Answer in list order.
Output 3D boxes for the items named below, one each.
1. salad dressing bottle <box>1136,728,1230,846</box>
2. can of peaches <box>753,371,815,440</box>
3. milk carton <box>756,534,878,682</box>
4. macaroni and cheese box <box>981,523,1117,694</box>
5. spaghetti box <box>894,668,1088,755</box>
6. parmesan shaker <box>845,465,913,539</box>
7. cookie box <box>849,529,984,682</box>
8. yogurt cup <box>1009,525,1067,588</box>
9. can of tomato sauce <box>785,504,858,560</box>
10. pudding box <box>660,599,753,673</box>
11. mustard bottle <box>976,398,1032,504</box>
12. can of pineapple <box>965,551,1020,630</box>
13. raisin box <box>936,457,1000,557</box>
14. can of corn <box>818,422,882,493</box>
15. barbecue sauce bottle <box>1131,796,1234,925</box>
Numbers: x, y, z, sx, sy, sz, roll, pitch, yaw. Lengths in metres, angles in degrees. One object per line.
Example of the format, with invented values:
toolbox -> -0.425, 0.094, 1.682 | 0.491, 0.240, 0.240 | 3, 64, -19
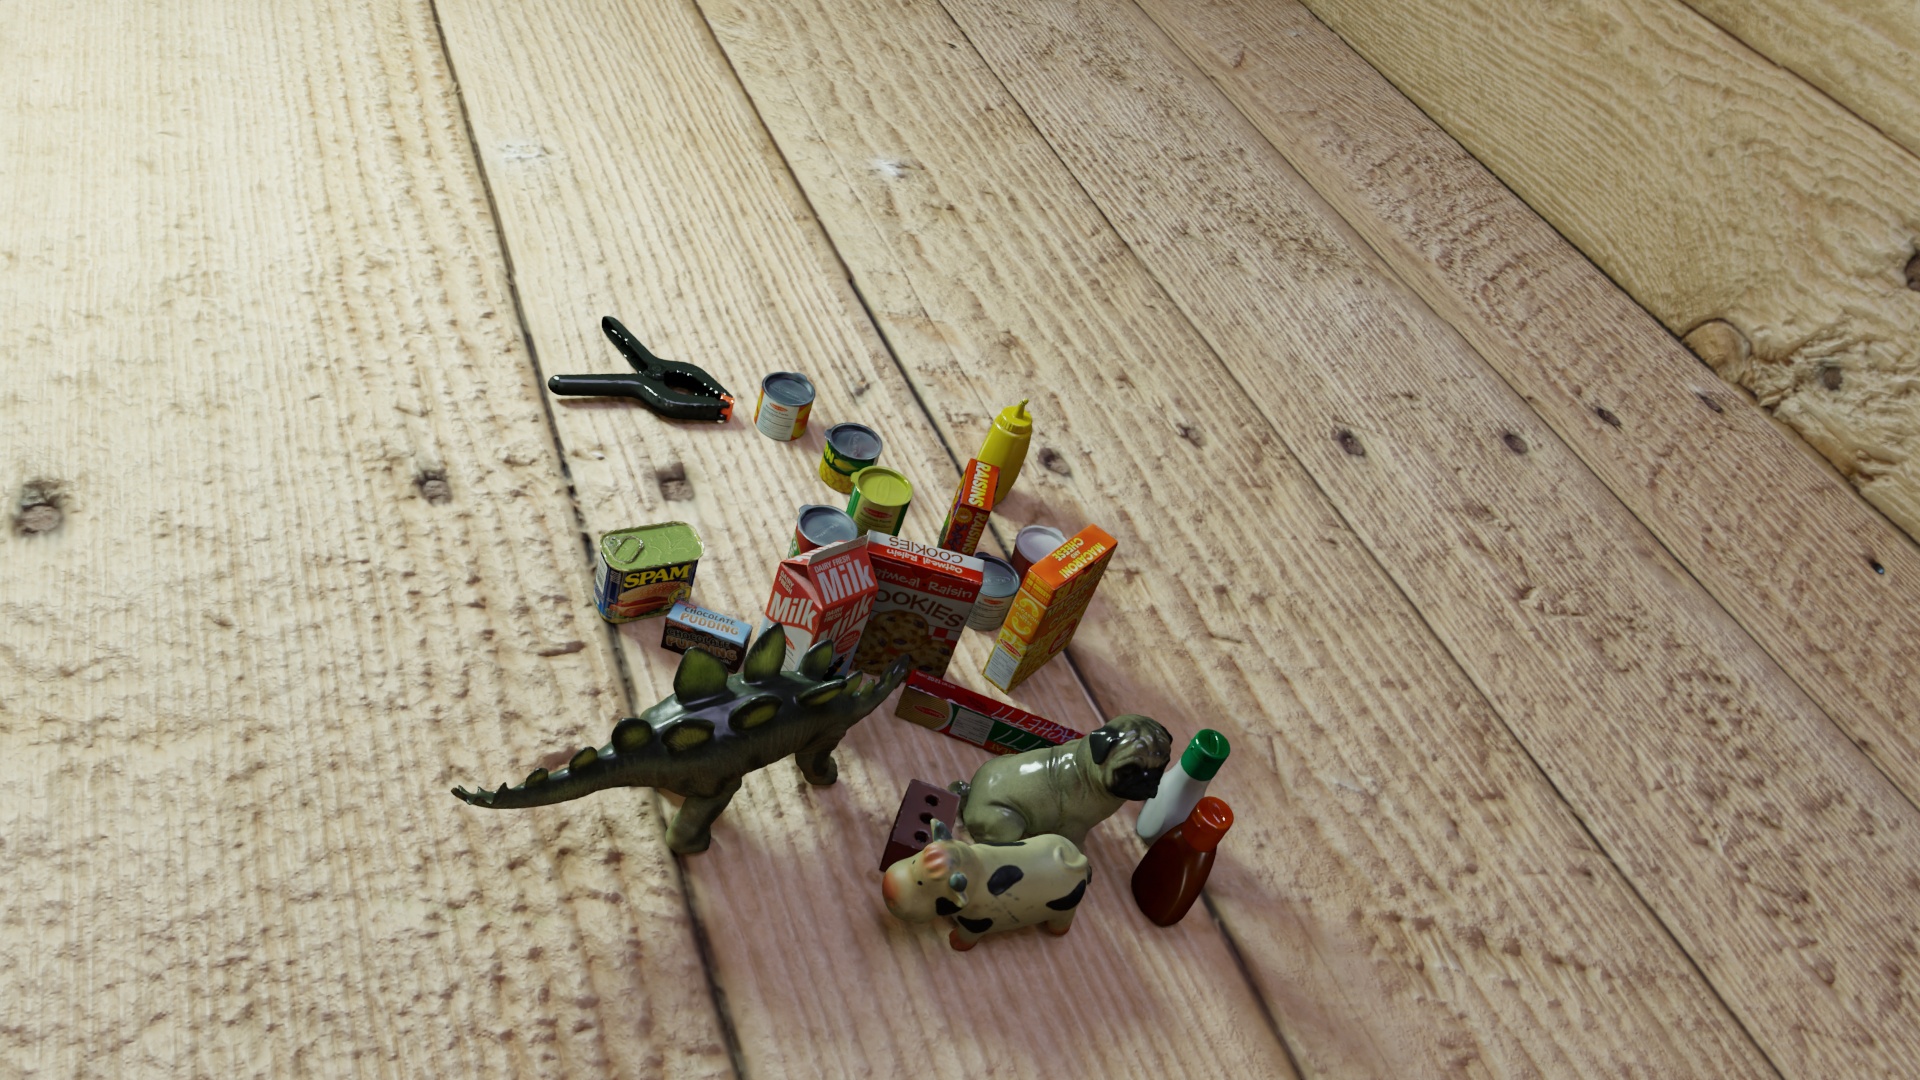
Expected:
salad dressing bottle -> 0.220, 0.245, 1.369 | 0.044, 0.146, 0.064 | 16, 40, -6
can of peaches -> -0.214, -0.165, 1.698 | 0.071, 0.057, 0.071 | 12, 41, -11
milk carton -> -0.141, 0.070, 1.370 | 0.072, 0.189, 0.073 | -22, 56, -39
macaroni and cheese box -> 0.097, 0.074, 1.488 | 0.040, 0.165, 0.124 | 38, 43, 18
spaghetti box -> 0.057, 0.199, 1.423 | 0.250, 0.049, 0.029 | 21, 40, -1
parmesan shaker -> -0.100, -0.025, 1.559 | 0.071, 0.102, 0.072 | 12, 41, -11
cookie box -> -0.058, 0.074, 1.420 | 0.123, 0.166, 0.040 | 15, 41, -8
yogurt cup -> 0.090, 0.024, 1.626 | 0.072, 0.053, 0.073 | 12, 41, -11
can of tomato sauce -> -0.155, 0.012, 1.510 | 0.071, 0.082, 0.071 | 12, 41, -11
pudding box -> -0.256, 0.096, 1.399 | 0.084, 0.049, 0.030 | 20, 40, -2
mustard bottle -> 0.054, -0.114, 1.681 | 0.049, 0.159, 0.065 | 35, 42, 15
can of pineapple -> 0.028, 0.058, 1.559 | 0.071, 0.057, 0.071 | 12, 41, -11
raisin box -> 0.006, -0.020, 1.584 | 0.040, 0.122, 0.086 | 18, 40, -4
can of corn -> -0.134, -0.099, 1.660 | 0.071, 0.058, 0.071 | 12, 41, -11
barbecue sauce bottle -> 0.210, 0.298, 1.306 | 0.044, 0.147, 0.065 | -5, 47, -28
